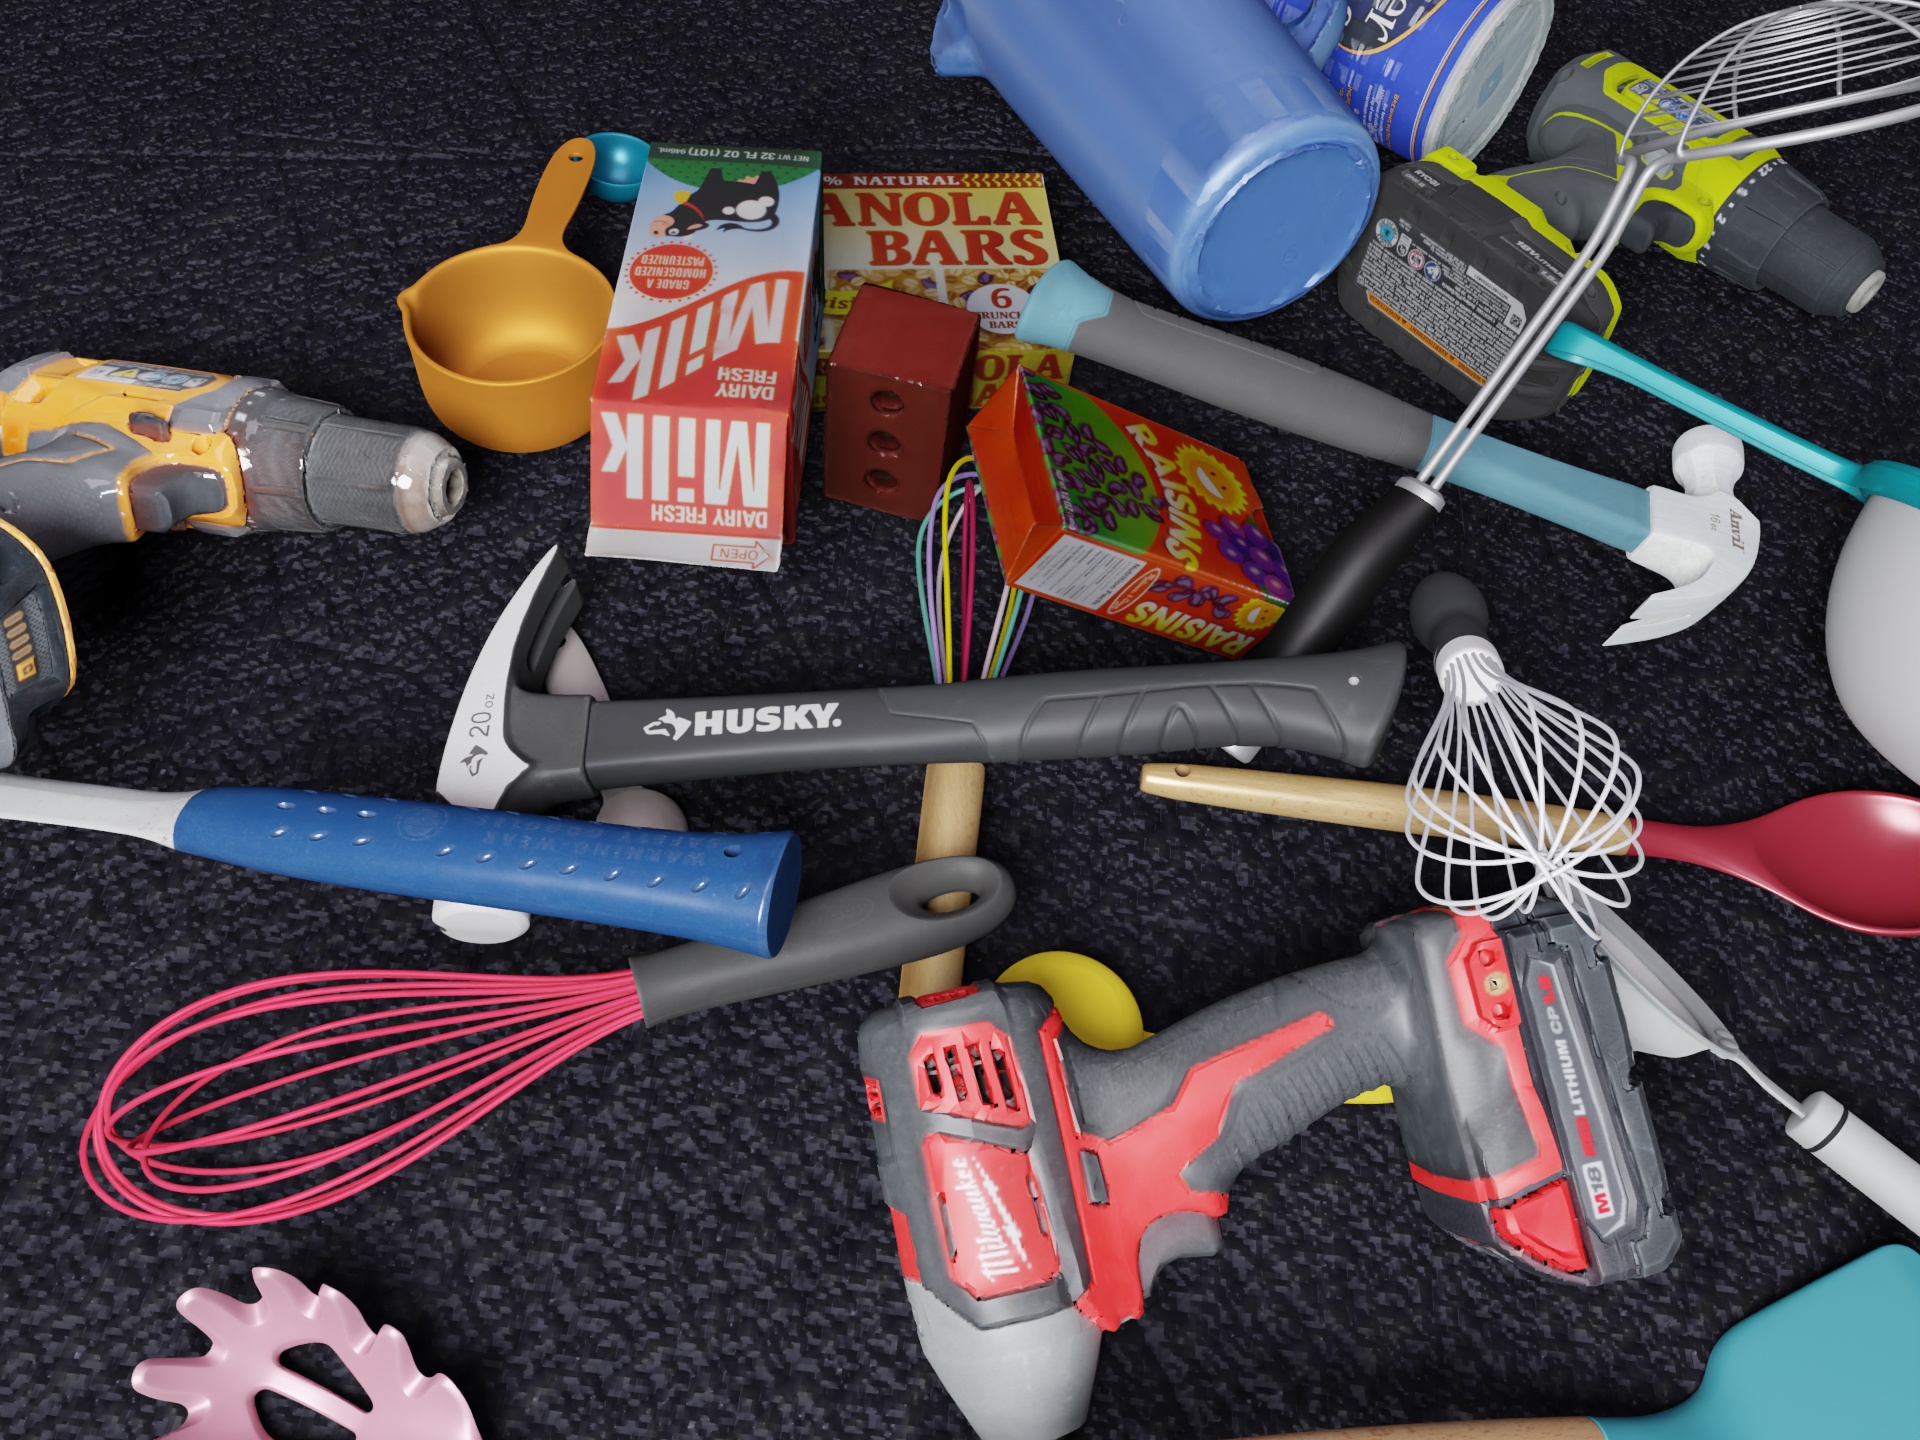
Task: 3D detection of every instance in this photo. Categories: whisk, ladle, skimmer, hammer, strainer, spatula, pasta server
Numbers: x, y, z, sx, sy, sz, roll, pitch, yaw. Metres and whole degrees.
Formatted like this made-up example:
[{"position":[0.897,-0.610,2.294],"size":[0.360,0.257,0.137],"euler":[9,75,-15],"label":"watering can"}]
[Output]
[{"position":[-0.003,-0.003,0.600],"size":[0.051,0.047,0.245],"euler":[1,58,9],"label":"whisk"},{"position":[0.225,0.041,0.599],"size":[0.315,0.031,0.069],"euler":[7,45,2],"label":"ladle"},{"position":[0.177,-0.008,0.542],"size":[0.070,0.070,0.285],"euler":[15,22,5],"label":"whisk"},{"position":[0.232,-0.119,0.600],"size":[0.090,0.127,0.363],"euler":[34,97,-18],"label":"skimmer"},{"position":[-0.254,0.034,0.501],"size":[0.405,0.035,0.144],"euler":[6,33,7],"label":"hammer"},{"position":[-0.121,0.091,0.503],"size":[0.296,0.073,0.073],"euler":[-15,58,-13],"label":"whisk"},{"position":[0.278,0.130,0.533],"size":[0.258,0.050,0.087],"euler":[39,17,15],"label":"strainer"},{"position":[0.355,-0.038,0.608],"size":[0.341,0.095,0.211],"euler":[38,19,25],"label":"strainer"},{"position":[0.161,0.199,0.446],"size":[0.317,0.044,0.082],"euler":[5,47,-20],"label":"spatula"},{"position":[0.183,-0.124,0.675],"size":[0.331,0.033,0.128],"euler":[19,54,-4],"label":"hammer"},{"position":[-0.078,0.237,0.426],"size":[0.316,0.040,0.060],"euler":[24,68,10],"label":"pasta server"},{"position":[-0.012,-0.003,0.558],"size":[0.335,0.035,0.146],"euler":[-4,58,3],"label":"hammer"}]

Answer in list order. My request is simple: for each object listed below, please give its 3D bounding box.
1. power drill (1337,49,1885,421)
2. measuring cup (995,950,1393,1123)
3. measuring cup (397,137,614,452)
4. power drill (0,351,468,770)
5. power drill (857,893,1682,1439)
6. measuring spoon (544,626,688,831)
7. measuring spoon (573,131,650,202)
[{"position":[0.316,-0.233,0.771],"size":[0.228,0.080,0.191],"euler":[-30,62,-26],"label":"power drill"},{"position":[0.083,0.109,0.534],"size":[0.156,0.029,0.062],"euler":[5,55,1],"label":"measuring cup"},{"position":[-0.186,-0.190,0.709],"size":[0.095,0.052,0.174],"euler":[7,53,-1],"label":"measuring cup"},{"position":[-0.299,-0.066,0.554],"size":[0.185,0.084,0.226],"euler":[9,29,8],"label":"power drill"},{"position":[0.088,0.135,0.479],"size":[0.219,0.078,0.143],"euler":[-11,81,-7],"label":"power drill"},{"position":[-0.136,0.003,0.595],"size":[0.034,0.018,0.124],"euler":[-21,61,-19],"label":"measuring spoon"},{"position":[-0.127,-0.263,0.790],"size":[0.128,0.021,0.042],"euler":[7,53,-11],"label":"measuring spoon"}]
